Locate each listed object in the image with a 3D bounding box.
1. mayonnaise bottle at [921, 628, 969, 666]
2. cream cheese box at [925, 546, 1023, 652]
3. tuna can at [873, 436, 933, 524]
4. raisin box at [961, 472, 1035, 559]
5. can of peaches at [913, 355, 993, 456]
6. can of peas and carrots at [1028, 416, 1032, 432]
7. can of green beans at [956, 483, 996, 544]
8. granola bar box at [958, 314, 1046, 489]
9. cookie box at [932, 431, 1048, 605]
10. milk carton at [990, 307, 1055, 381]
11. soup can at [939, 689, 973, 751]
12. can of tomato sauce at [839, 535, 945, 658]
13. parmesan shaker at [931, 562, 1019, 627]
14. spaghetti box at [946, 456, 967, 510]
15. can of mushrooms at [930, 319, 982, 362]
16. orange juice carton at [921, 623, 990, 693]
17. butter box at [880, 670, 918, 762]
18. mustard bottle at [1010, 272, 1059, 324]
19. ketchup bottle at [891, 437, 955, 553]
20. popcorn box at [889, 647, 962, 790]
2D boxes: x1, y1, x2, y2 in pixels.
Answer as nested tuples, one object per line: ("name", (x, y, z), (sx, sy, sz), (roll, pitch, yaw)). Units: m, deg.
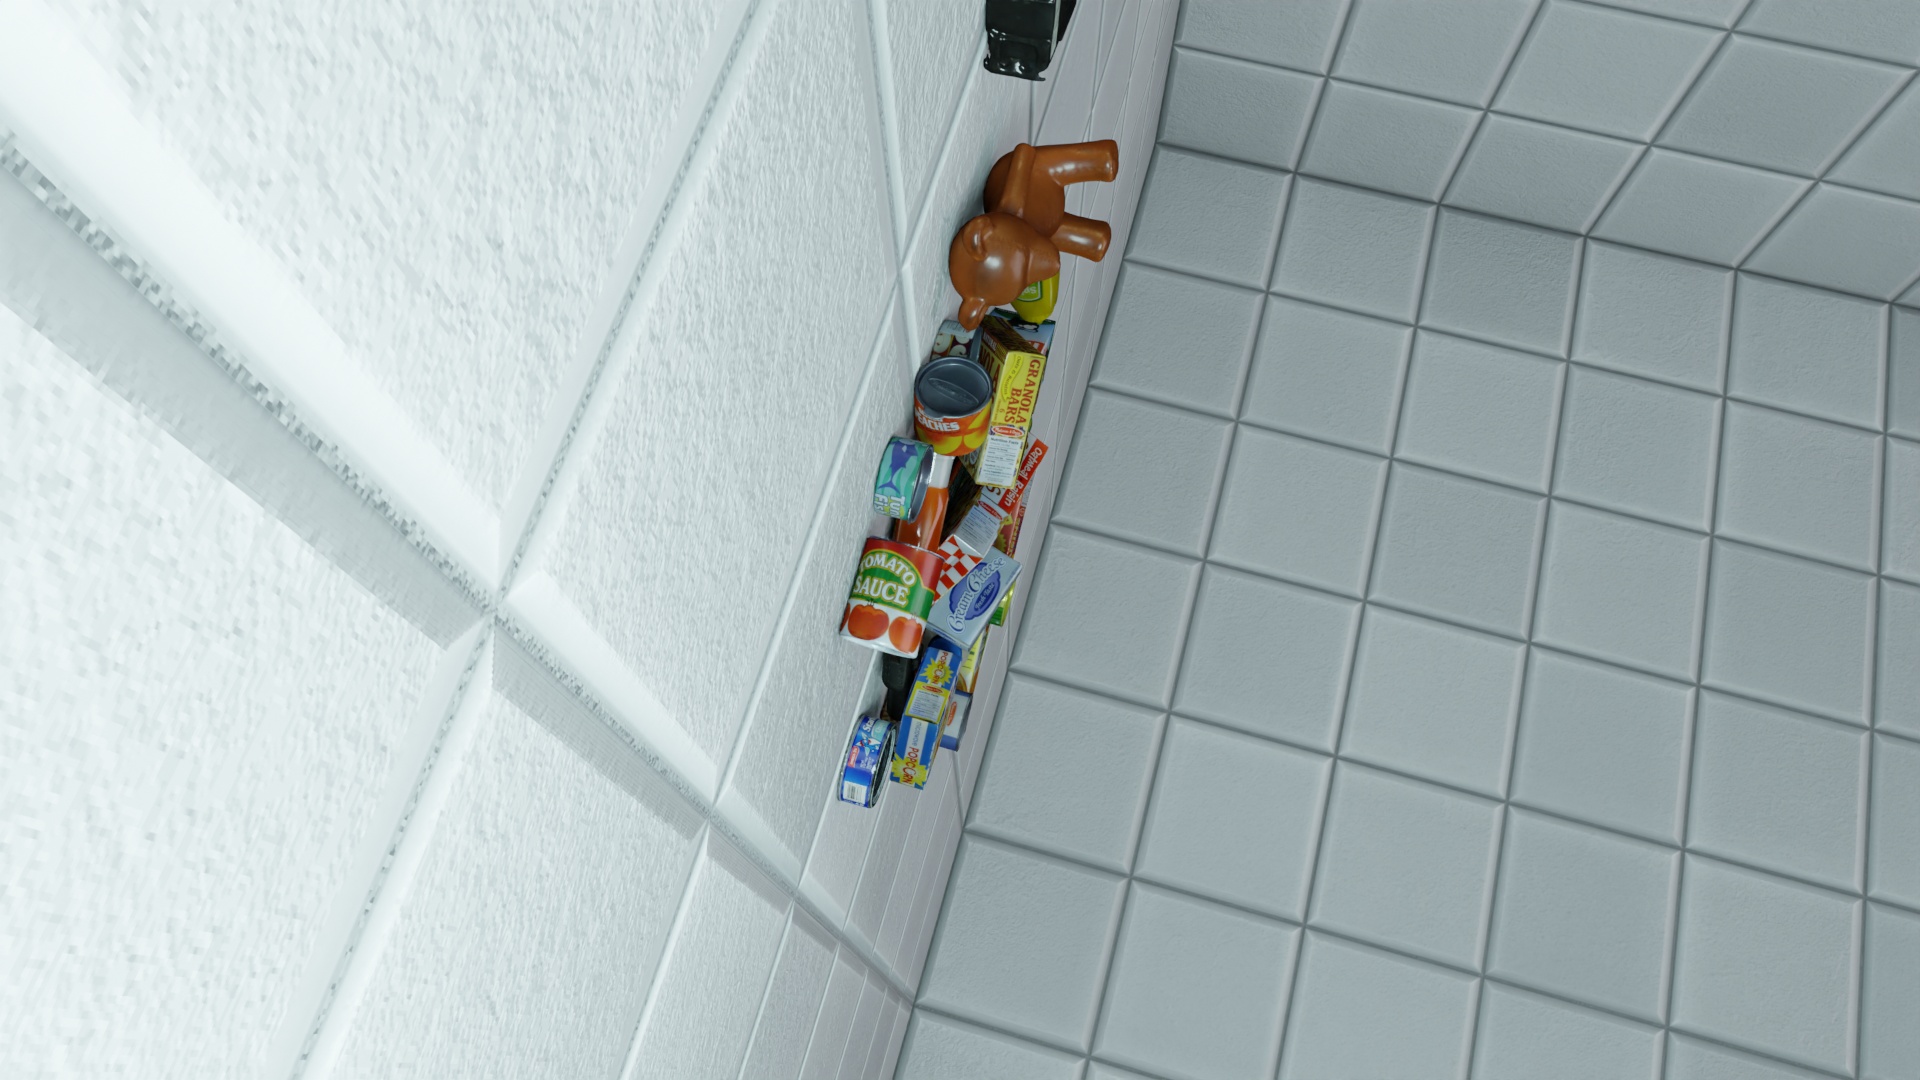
("mayonnaise bottle", (-0.018, 0.115, 1.506), (0.148, 0.065, 0.041), (-115, -139, -87))
("cream cheese box", (0.013, 0.054, 1.366), (0.104, 0.053, 0.024), (-56, 168, -19))
("tuna can", (-0.047, -0.048, 1.128), (0.071, 0.033, 0.071), (11, 93, -83))
("raisin box", (0.025, -0.029, 1.532), (0.040, 0.086, 0.123), (12, 92, -77))
("can of peaches", (-0.008, -0.112, 1.176), (0.057, 0.071, 0.071), (95, 12, -58))
("can of peas and carrots", (0.048, -0.149, 1.569), (0.058, 0.071, 0.071), (87, 19, -68))
("can of green beans", (0.003, -0.018, 1.462), (0.057, 0.071, 0.071), (97, 10, -46))
("granola bar box", (0.029, -0.132, 1.282), (0.166, 0.039, 0.123), (-119, -140, -66))
("cookie box", (0.011, -0.022, 1.338), (0.122, 0.040, 0.168), (-44, -169, 48))
("milk carton", (0.046, -0.175, 1.455), (0.191, 0.072, 0.073), (-64, 167, -60))
("soup can", (-0.035, 0.188, 1.512), (0.071, 0.084, 0.071), (12, 93, -83))
("can of tomato sauce", (-0.056, 0.046, 1.115), (0.071, 0.071, 0.083), (71, 35, -78))
("parmesan shaker", (0.002, 0.042, 1.422), (0.071, 0.103, 0.071), (12, 93, -83))
("spaghetti box", (-0.003, -0.090, 1.415), (0.251, 0.029, 0.050), (-63, 166, -61))
("can of mushrooms", (-0.005, -0.159, 1.235), (0.071, 0.033, 0.071), (10, 94, -84))
("orange juice carton", (-0.009, 0.116, 1.621), (0.072, 0.073, 0.192), (-16, 120, -82))
("butter box", (-0.055, 0.184, 1.463), (0.024, 0.053, 0.104), (86, 20, -76))
("mustard bottle", (0.072, -0.268, 1.421), (0.159, 0.065, 0.049), (68, 38, -59))
("ketchup bottle", (-0.036, -0.016, 1.234), (0.065, 0.043, 0.148), (-60, 163, -77))
("popcorn box", (-0.035, 0.176, 1.370), (0.126, 0.038, 0.085), (103, 6, -49))
